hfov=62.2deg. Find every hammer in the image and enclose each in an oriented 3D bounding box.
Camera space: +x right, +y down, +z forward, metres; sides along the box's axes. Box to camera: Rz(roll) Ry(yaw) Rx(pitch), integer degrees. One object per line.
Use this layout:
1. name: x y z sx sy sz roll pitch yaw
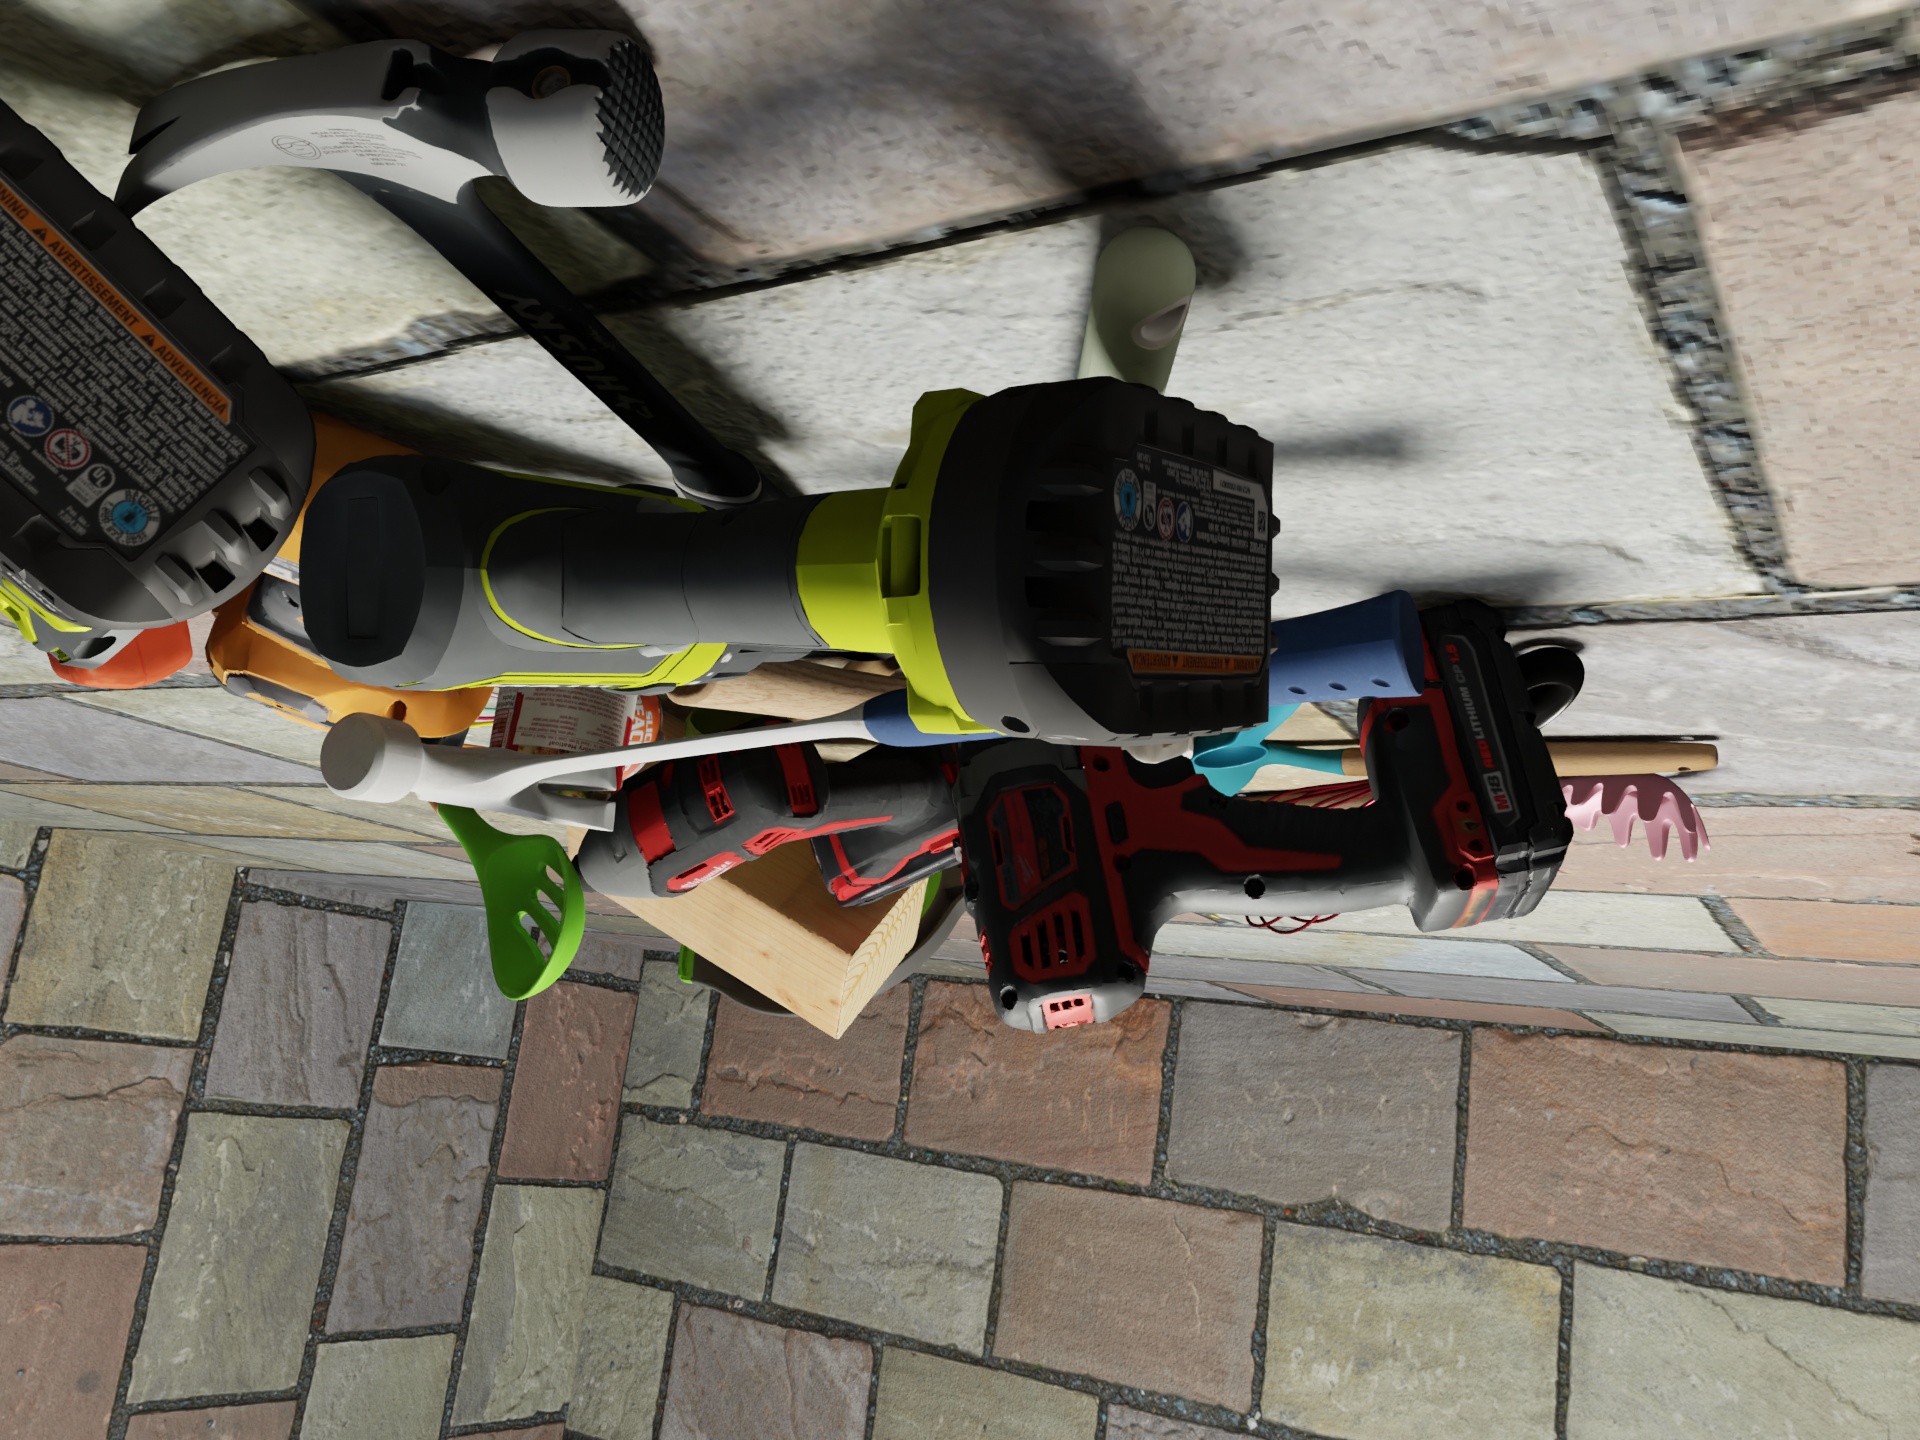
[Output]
1. hammer: -0.037 0.001 0.590 0.405 0.035 0.144 -8 167 25
2. hammer: -0.001 -0.002 0.759 0.130 0.031 0.331 -10 167 39
3. hammer: -0.095 -0.089 0.533 0.149 0.036 0.408 5 167 16

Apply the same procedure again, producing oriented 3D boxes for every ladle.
1. ladle: -0.073 -0.019 0.835 0.078 0.062 0.320 10 160 -23

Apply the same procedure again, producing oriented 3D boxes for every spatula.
1. spatula: 0.231 0.033 0.850 0.317 0.044 0.082 -3 158 34

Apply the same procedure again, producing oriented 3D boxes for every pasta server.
1. pasta server: 0.277 0.054 0.931 0.060 0.040 0.316 33 156 -35

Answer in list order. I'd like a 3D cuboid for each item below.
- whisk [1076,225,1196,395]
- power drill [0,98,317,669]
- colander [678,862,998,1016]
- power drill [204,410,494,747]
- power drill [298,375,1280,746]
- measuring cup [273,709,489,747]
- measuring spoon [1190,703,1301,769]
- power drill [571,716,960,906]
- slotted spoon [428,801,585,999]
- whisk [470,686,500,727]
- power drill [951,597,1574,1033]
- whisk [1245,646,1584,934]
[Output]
1. whisk: 0.043 -0.077 0.494 0.058 0.059 0.246 -29 166 -9
2. power drill: -0.280 -0.090 0.441 0.223 0.080 0.171 2 139 52
3. colander: -0.025 0.086 1.114 0.397 0.205 0.094 -12 128 12
4. power drill: -0.220 -0.045 0.657 0.185 0.084 0.226 21 160 -18
5. power drill: -0.034 -0.038 0.439 0.228 0.080 0.190 2 -178 32
6. measuring cup: -0.318 -0.013 0.952 0.173 0.052 0.095 17 164 -42
7. measuring spoon: 0.150 -0.004 0.811 0.042 0.021 0.128 -2 160 -11
8. power drill: -0.087 0.050 0.814 0.143 0.079 0.219 -27 164 28
9. slotted spoon: -0.255 0.025 0.773 0.031 0.070 0.314 14 -158 -48
10. whisk: -0.253 -0.004 0.951 0.051 0.047 0.244 -40 155 15
11. power drill: 0.105 0.015 0.640 0.226 0.188 0.080 -11 155 3
12. whisk: 0.206 0.039 0.778 0.073 0.073 0.295 11 152 -14
